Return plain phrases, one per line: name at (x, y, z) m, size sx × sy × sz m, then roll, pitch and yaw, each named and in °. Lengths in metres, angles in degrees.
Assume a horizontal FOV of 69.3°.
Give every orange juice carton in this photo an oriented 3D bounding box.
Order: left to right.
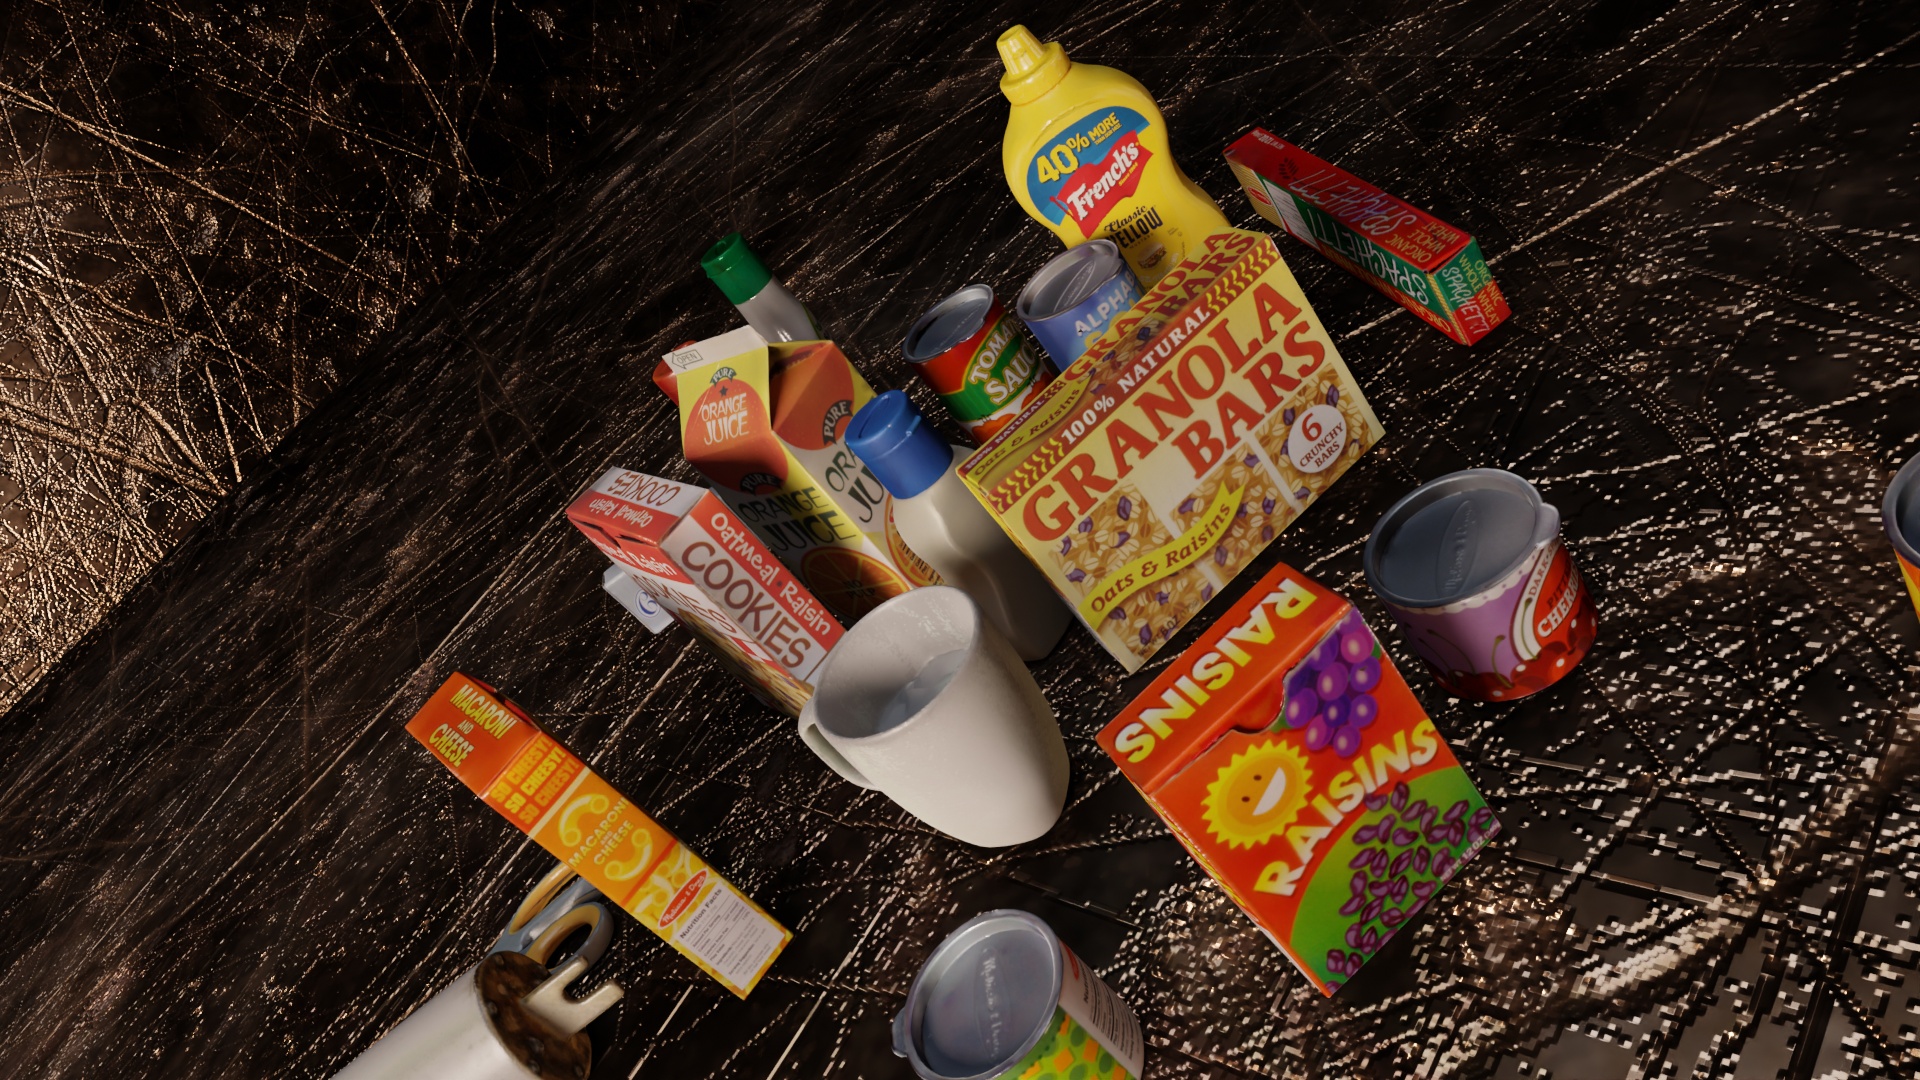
orange juice carton at (-0.075, -0.038, 0.749) m, size 0.071 × 0.192 × 0.073 m, roll -11°, pitch 41°, yaw 41°

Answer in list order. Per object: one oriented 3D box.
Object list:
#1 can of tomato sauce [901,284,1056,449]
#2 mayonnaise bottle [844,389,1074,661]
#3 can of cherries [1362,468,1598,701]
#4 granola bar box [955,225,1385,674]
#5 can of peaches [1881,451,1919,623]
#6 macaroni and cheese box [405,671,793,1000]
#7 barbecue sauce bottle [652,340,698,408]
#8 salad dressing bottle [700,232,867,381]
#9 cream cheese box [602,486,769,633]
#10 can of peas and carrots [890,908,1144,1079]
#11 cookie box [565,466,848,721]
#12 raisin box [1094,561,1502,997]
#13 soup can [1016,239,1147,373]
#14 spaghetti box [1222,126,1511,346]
can of tomato sauce at (0.016, -0.102, 0.841) m, size 0.071 × 0.083 × 0.071 m, roll -29°, pitch 32°, yaw 20°
mayonnaise bottle at (0.002, -0.008, 0.667) m, size 0.041 × 0.147 × 0.065 m, roll -7°, pitch 43°, yaw 44°
can of cherries at (0.193, 0.017, 0.509) m, size 0.071 × 0.058 × 0.072 m, roll -28°, pitch 32°, yaw 20°
granola bar box at (0.097, -0.040, 0.627) m, size 0.166 × 0.124 × 0.039 m, roll -43°, pitch 30°, yaw -5°
can of peaches at (0.308, 0.005, 0.396) m, size 0.071 × 0.058 × 0.071 m, roll -28°, pitch 32°, yaw 20°
macaroni and cheese box at (-0.169, 0.135, 0.650) m, size 0.040 × 0.166 × 0.124 m, roll -51°, pitch 31°, yaw -18°
barbecue sauce bottle at (-0.135, -0.063, 0.893) m, size 0.043 × 0.148 × 0.065 m, roll -1°, pitch 48°, yaw 48°
salad dressing bottle at (-0.128, -0.156, 1.011) m, size 0.044 × 0.147 × 0.064 m, roll -36°, pitch 30°, yaw 7°
cream cheese box at (-0.187, 0.013, 0.945) m, size 0.104 × 0.053 × 0.024 m, roll -38°, pitch 30°, yaw 4°
can of peas and carrots at (0.021, 0.176, 0.490) m, size 0.071 × 0.058 × 0.071 m, roll -28°, pitch 32°, yaw 20°
cookie box at (-0.115, 0.036, 0.721) m, size 0.040 × 0.167 × 0.123 m, roll -51°, pitch 31°, yaw -18°
raisin box at (0.112, 0.080, 0.451) m, size 0.086 × 0.123 × 0.040 m, roll -42°, pitch 30°, yaw -3°
soup can at (0.083, -0.117, 0.785) m, size 0.071 × 0.083 × 0.072 m, roll -29°, pitch 32°, yaw 20°
spaghetti box at (0.210, -0.170, 0.748) m, size 0.028 × 0.050 × 0.251 m, roll -37°, pitch 30°, yaw 7°
